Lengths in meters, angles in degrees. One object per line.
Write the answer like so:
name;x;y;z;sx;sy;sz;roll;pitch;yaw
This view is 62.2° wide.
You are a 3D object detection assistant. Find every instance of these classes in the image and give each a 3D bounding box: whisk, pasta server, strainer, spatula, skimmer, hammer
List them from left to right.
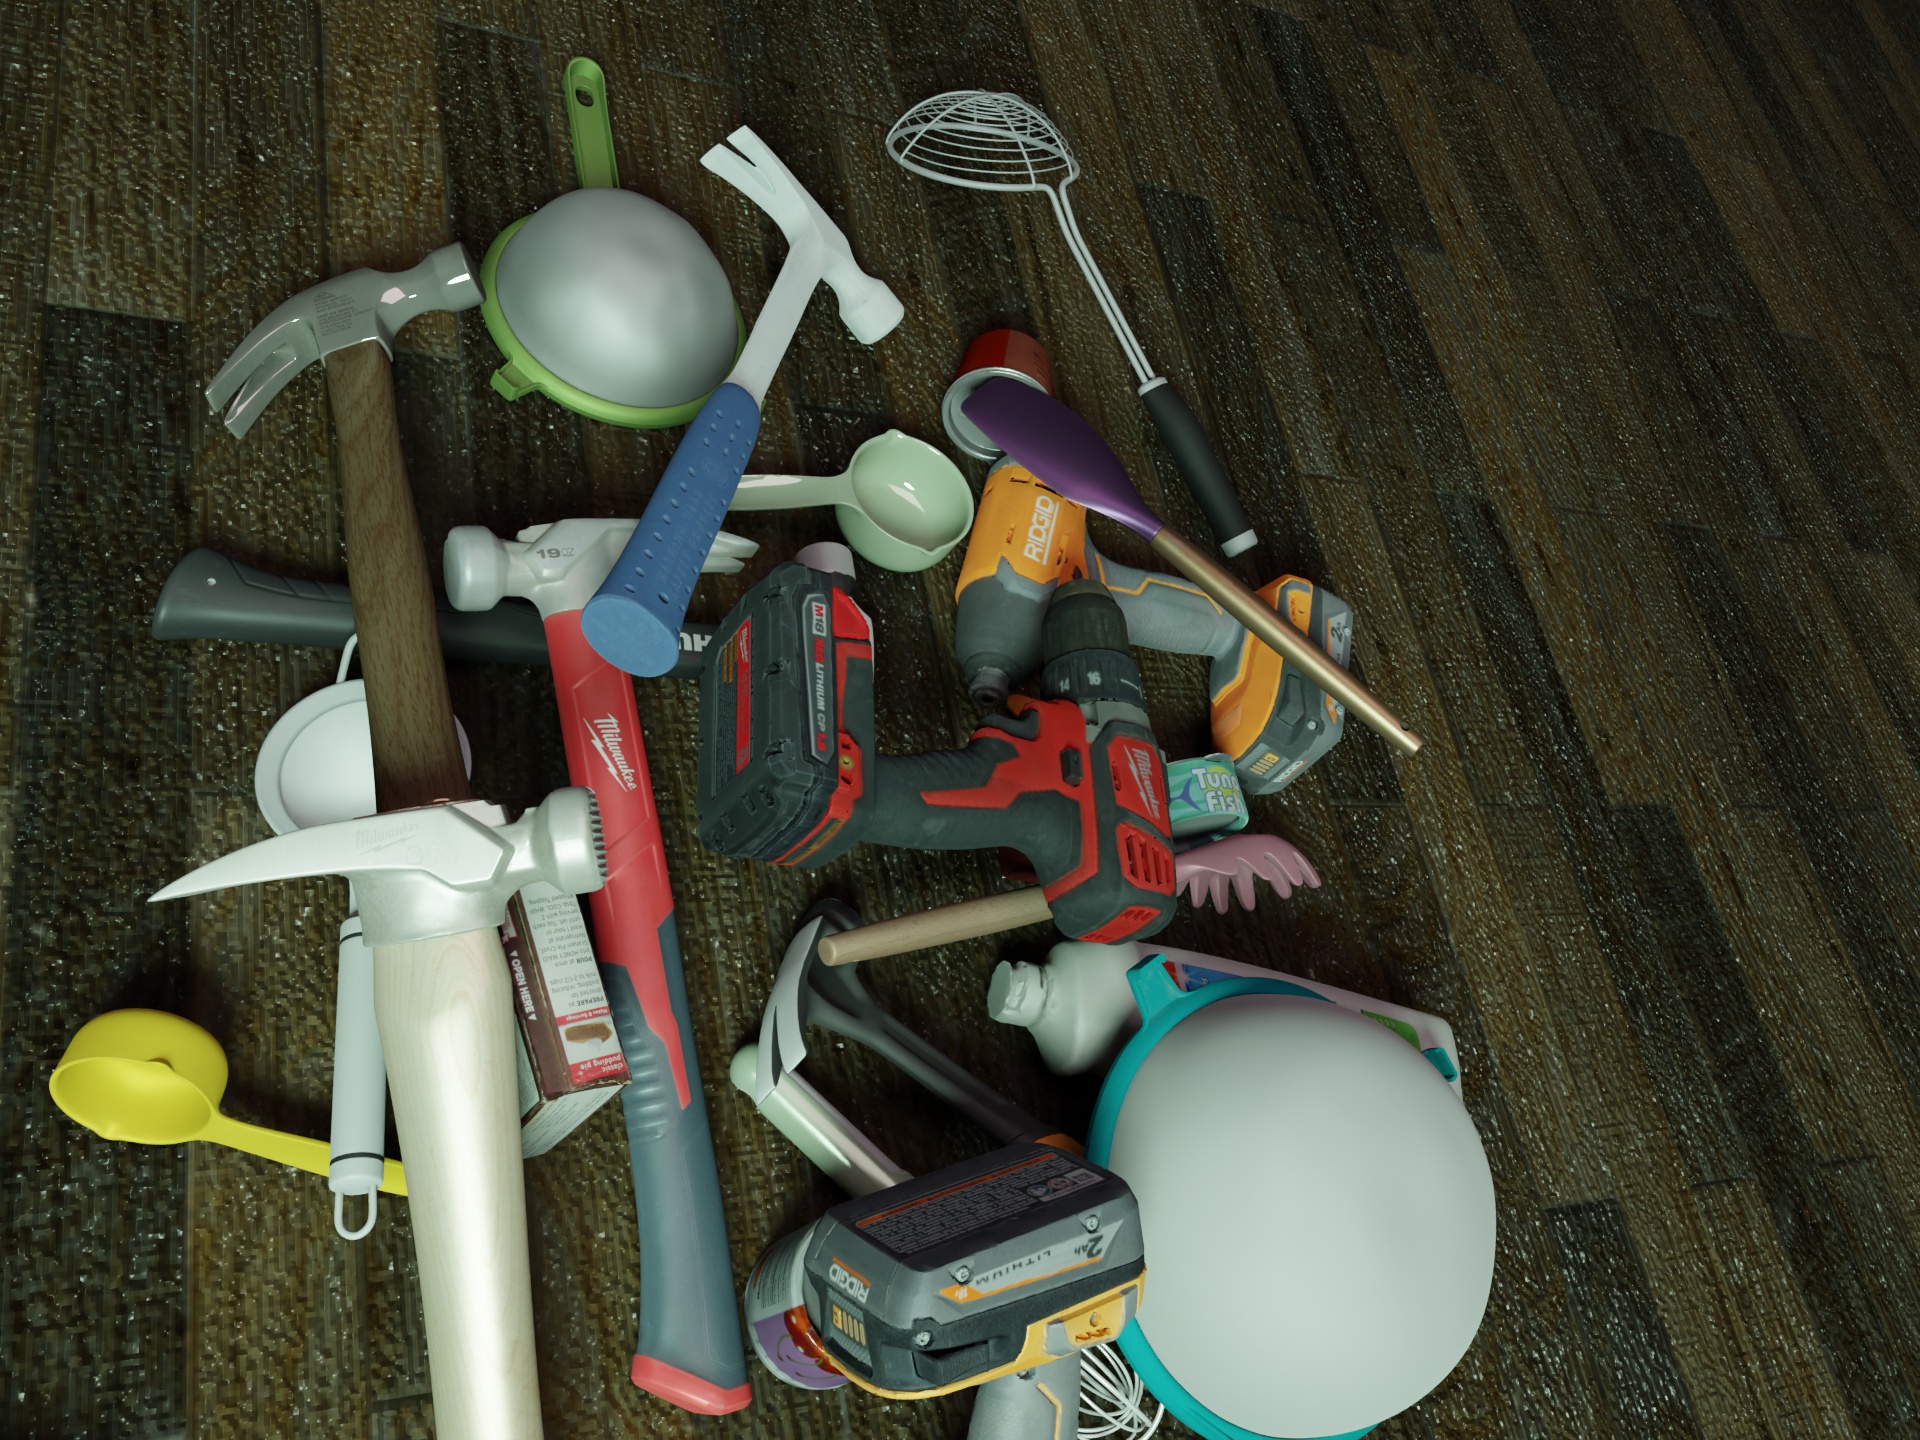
strainer;-0.241;0.080;0.641;0.087;0.050;0.259;-4;56;-11
hammer;-0.250;-0.083;0.680;0.130;0.031;0.332;-20;55;-3
hammer;-0.167;0.234;0.534;0.146;0.038;0.411;-8;87;-8
hammer;-0.196;-0.035;0.755;0.334;0.035;0.146;5;60;-27
strainer;-0.189;-0.285;0.881;0.151;0.069;0.257;0;65;-29
hammer;-0.125;0.092;0.690;0.143;0.038;0.386;-4;72;-29
hammer;-0.111;-0.166;0.786;0.144;0.035;0.406;48;31;-27
whisk;-0.008;0.229;0.702;0.246;0.058;0.059;42;81;3
hammer;0.053;0.213;0.730;0.336;0.034;0.127;37;21;-10
skimmer;0.079;-0.259;1.044;0.127;0.090;0.363;-28;89;-40
pasta server;0.064;0.093;0.790;0.316;0.060;0.040;-7;74;-39
spatula;0.130;-0.088;0.881;0.316;0.018;0.060;41;55;9
strainer;0.154;0.269;0.670;0.210;0.095;0.341;21;62;-23

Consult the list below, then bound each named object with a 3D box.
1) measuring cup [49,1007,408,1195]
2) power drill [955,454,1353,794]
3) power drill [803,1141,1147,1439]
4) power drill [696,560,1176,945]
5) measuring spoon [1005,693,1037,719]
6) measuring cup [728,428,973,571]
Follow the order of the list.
measuring cup;-0.261;0.150;0.609;0.156;0.062;0.029;28;38;-27
power drill;0.103;-0.043;0.902;0.226;0.084;0.164;23;54;-11
power drill;-0.007;0.295;0.597;0.185;0.084;0.226;-9;99;-34
power drill;-0.001;-0.002;0.733;0.226;0.080;0.188;14;56;-29
measuring spoon;0.077;0.013;0.895;0.117;0.011;0.021;28;53;-13
measuring cup;-0.073;-0.116;0.871;0.167;0.038;0.083;-5;66;-29
